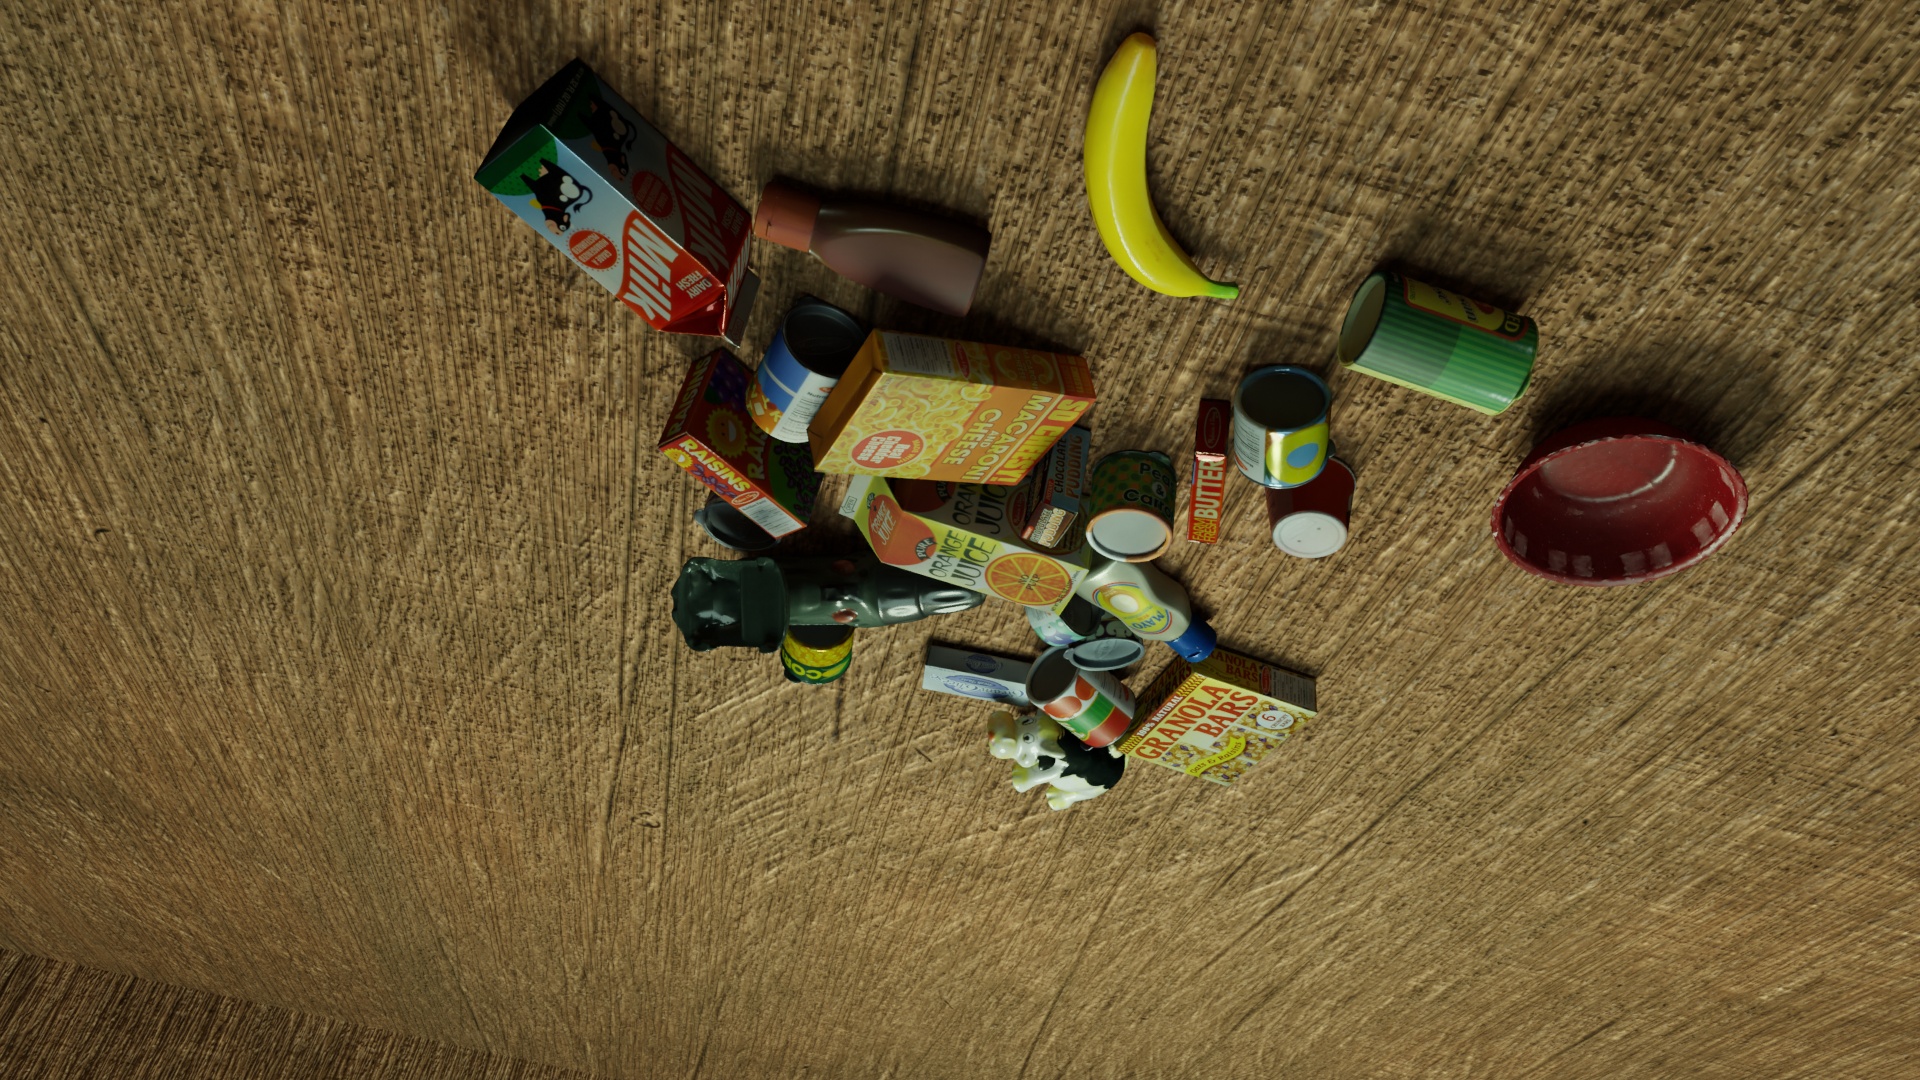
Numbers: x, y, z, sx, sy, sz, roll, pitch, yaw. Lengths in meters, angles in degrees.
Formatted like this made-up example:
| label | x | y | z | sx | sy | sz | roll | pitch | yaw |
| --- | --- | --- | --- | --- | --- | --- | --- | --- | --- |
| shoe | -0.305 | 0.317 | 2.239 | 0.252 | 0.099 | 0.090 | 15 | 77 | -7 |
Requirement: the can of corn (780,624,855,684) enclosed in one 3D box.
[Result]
| label | x | y | z | sx | sy | sz | roll | pitch | yaw |
| --- | --- | --- | --- | --- | --- | --- | --- | --- | --- |
| can of corn | -0.131 | 0.089 | 1.259 | 0.071 | 0.071 | 0.058 | 11 | 141 | -1 |

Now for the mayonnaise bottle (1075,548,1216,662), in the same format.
| label | x | y | z | sx | sy | sz | roll | pitch | yaw |
| --- | --- | --- | --- | --- | --- | --- | --- | --- | --- |
| mayonnaise bottle | 0.157 | 0.052 | 1.165 | 0.064 | 0.041 | 0.148 | -29 | 127 | 36 |

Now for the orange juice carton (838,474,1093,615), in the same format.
| label | x | y | z | sx | sy | sz | roll | pitch | yaw |
| --- | --- | --- | --- | --- | --- | --- | --- | --- | --- |
| orange juice carton | 0.004 | -0.014 | 1.092 | 0.193 | 0.073 | 0.071 | 17 | 142 | -7 |

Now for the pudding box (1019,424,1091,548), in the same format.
| label | x | y | z | sx | sy | sz | roll | pitch | yaw |
| --- | --- | --- | --- | --- | --- | --- | --- | --- | --- |
| pudding box | 0.071 | -0.042 | 1.031 | 0.030 | 0.084 | 0.049 | 20 | 142 | -7 |

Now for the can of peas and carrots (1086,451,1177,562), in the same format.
| label | x | y | z | sx | sy | sz | roll | pitch | yaw |
| --- | --- | --- | --- | --- | --- | --- | --- | --- | --- |
| can of peas and carrots | 0.132 | -0.026 | 1.057 | 0.071 | 0.059 | 0.070 | 6 | 143 | 5 |

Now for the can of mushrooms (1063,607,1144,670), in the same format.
| label | x | y | z | sx | sy | sz | roll | pitch | yaw |
| --- | --- | --- | --- | --- | --- | --- | --- | --- | --- |
| can of mushrooms | 0.123 | 0.085 | 1.210 | 0.071 | 0.033 | 0.070 | -3 | 151 | -2 |

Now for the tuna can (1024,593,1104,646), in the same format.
| label | x | y | z | sx | sy | sz | roll | pitch | yaw |
| --- | --- | --- | --- | --- | --- | --- | --- | --- | --- |
| tuna can | 0.087 | 0.054 | 1.166 | 0.032 | 0.071 | 0.071 | -24 | 130 | 38 |

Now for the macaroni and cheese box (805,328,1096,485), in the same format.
| label | x | y | z | sx | sy | sz | roll | pitch | yaw |
| --- | --- | --- | --- | --- | --- | --- | --- | --- | --- |
| macaroni and cheese box | -0.007 | -0.090 | 0.976 | 0.167 | 0.040 | 0.123 | 3 | 150 | -29 |

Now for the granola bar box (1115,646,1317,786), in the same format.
| label | x | y | z | sx | sy | sz | roll | pitch | yaw |
| --- | --- | --- | --- | --- | --- | --- | --- | --- | --- |
| granola bar box | 0.234 | 0.163 | 1.290 | 0.124 | 0.039 | 0.164 | 18 | 142 | -11 |

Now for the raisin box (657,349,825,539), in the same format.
| label | x | y | z | sx | sy | sz | roll | pitch | yaw |
| --- | --- | --- | --- | --- | --- | --- | --- | --- | --- |
| raisin box | -0.160 | -0.072 | 1.047 | 0.040 | 0.086 | 0.123 | -18 | 134 | 39 |

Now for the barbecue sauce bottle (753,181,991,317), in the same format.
| label | x | y | z | sx | sy | sz | roll | pitch | yaw |
| --- | --- | --- | --- | --- | --- | --- | --- | --- | --- |
| barbecue sauce bottle | -0.058 | -0.193 | 0.902 | 0.148 | 0.044 | 0.064 | 16 | 142 | -6 |

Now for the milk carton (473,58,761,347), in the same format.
| label | x | y | z | sx | sy | sz | roll | pitch | yaw |
| --- | --- | --- | --- | --- | --- | --- | --- | --- | --- |
| milk carton | -0.205 | -0.206 | 0.897 | 0.073 | 0.073 | 0.190 | -23 | 131 | 35 |

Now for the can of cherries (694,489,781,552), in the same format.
| label | x | y | z | sx | sy | sz | roll | pitch | yaw |
| --- | --- | --- | --- | --- | --- | --- | --- | --- | --- |
| can of cherries | -0.173 | -0.034 | 1.122 | 0.071 | 0.059 | 0.071 | 7 | 143 | 5 |

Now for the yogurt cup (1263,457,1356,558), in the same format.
| label | x | y | z | sx | sy | sz | roll | pitch | yaw |
| --- | --- | --- | --- | --- | --- | --- | --- | --- | --- |
| yogurt cup | 0.259 | -0.024 | 1.033 | 0.072 | 0.054 | 0.072 | 7 | 141 | 6 |

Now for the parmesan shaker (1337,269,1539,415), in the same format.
| label | x | y | z | sx | sy | sz | roll | pitch | yaw |
| --- | --- | --- | --- | --- | --- | --- | --- | --- | --- |
| parmesan shaker | 0.302 | -0.125 | 0.879 | 0.103 | 0.072 | 0.071 | 17 | 142 | -7 |

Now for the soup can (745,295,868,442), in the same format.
| label | x | y | z | sx | sy | sz | roll | pitch | yaw |
| --- | --- | --- | --- | --- | --- | --- | --- | --- | --- |
| soup can | -0.111 | -0.121 | 0.992 | 0.071 | 0.072 | 0.083 | 23 | 142 | -16 |

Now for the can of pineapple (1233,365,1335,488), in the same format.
| label | x | y | z | sx | sy | sz | roll | pitch | yaw |
| --- | --- | --- | --- | --- | --- | --- | --- | --- | --- |
| can of pineapple | 0.224 | -0.080 | 0.961 | 0.071 | 0.071 | 0.057 | 1 | 141 | 12 |

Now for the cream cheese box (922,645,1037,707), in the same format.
| label | x | y | z | sx | sy | sz | roll | pitch | yaw |
| --- | --- | --- | --- | --- | --- | --- | --- | --- | --- |
| cream cheese box | 0.018 | 0.128 | 1.307 | 0.104 | 0.024 | 0.053 | 10 | 150 | 1 |

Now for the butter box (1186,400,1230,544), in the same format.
| label | x | y | z | sx | sy | sz | roll | pitch | yaw |
| --- | --- | --- | --- | --- | --- | --- | --- | --- | --- |
| butter box | 0.182 | -0.049 | 1.020 | 0.024 | 0.053 | 0.103 | 6 | 142 | 10 |

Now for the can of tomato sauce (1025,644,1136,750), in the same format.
| label | x | y | z | sx | sy | sz | roll | pitch | yaw |
| --- | --- | --- | --- | --- | --- | --- | --- | --- | --- |
| can of tomato sauce | 0.108 | 0.142 | 1.270 | 0.071 | 0.071 | 0.083 | -24 | 130 | 36 |
